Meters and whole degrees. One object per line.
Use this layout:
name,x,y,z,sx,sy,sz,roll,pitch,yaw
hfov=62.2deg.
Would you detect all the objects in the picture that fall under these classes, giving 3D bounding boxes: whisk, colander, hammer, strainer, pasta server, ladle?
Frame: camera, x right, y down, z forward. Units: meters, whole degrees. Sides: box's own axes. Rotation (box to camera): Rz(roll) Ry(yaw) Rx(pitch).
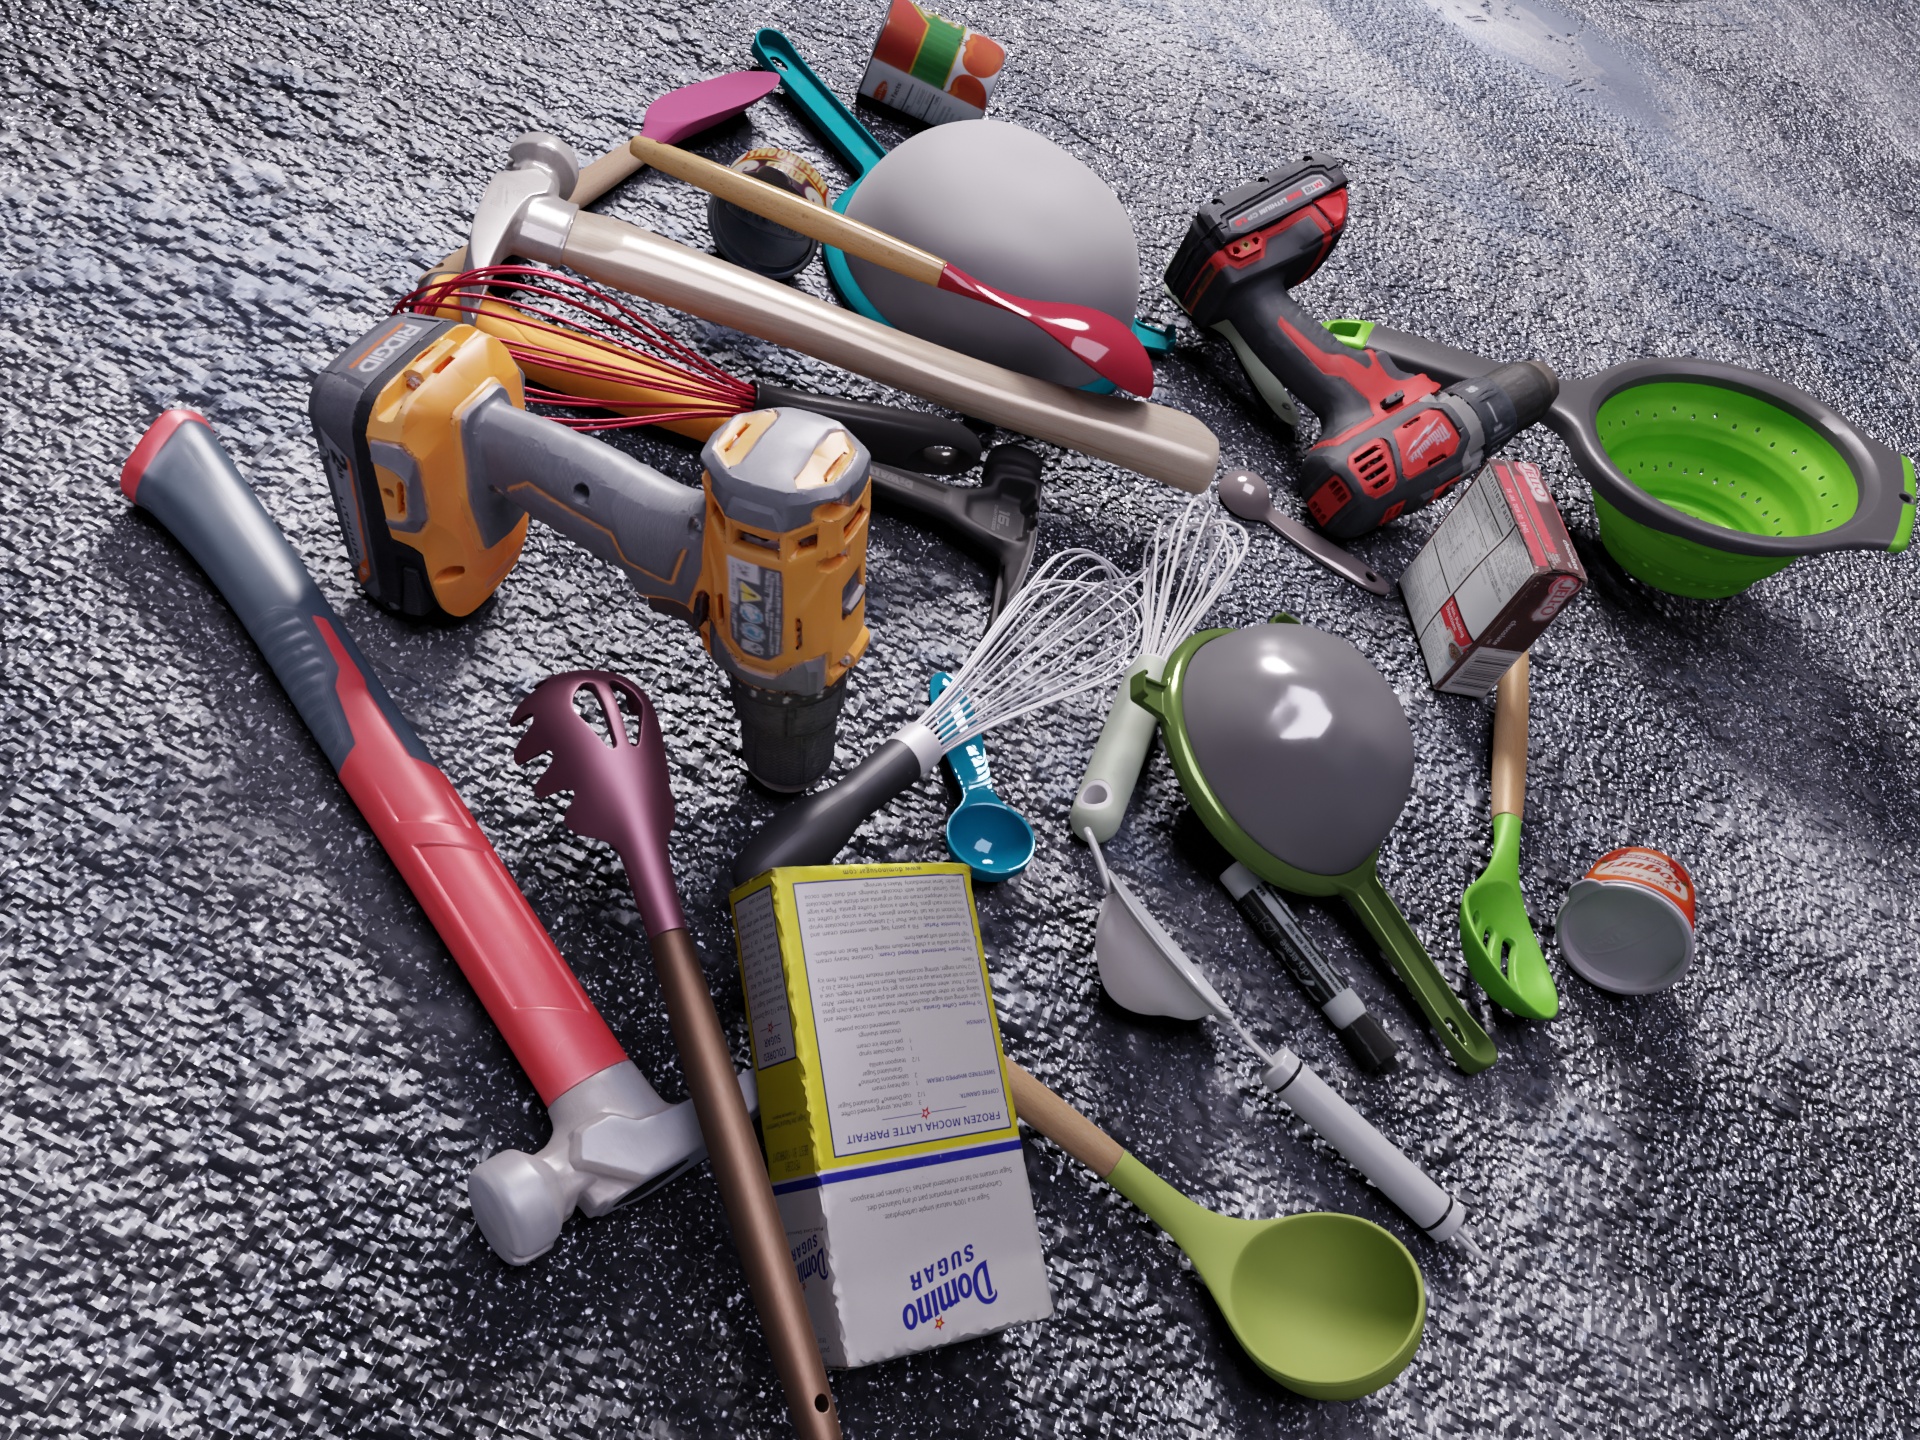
whisk,0.102,-0.031,0.835,0.058,0.059,0.246,5,47,24
colander,0.426,-0.178,1.090,0.397,0.094,0.205,21,49,14
hammer,-0.214,0.017,0.640,0.143,0.038,0.386,-24,68,-39
whisk,-0.119,-0.157,0.763,0.295,0.073,0.073,8,52,-28
hammer,-0.117,-0.147,0.818,0.336,0.034,0.127,20,48,-12
strainer,0.202,0.051,0.779,0.151,0.069,0.256,-21,75,-46
strainer,-0.010,-0.342,0.980,0.211,0.095,0.340,-29,73,-39
pasta server,-0.102,0.108,0.587,0.060,0.040,0.316,-6,61,-33
ladle,0.045,0.160,0.649,0.320,0.062,0.078,36,51,6
ladle,-0.034,-0.253,0.871,0.315,0.031,0.069,23,26,-1
whisk,-0.001,-0.003,0.734,0.070,0.070,0.284,44,52,10
hammer,-0.051,-0.192,0.841,0.410,0.038,0.146,17,45,-14
strainer,0.135,0.152,0.710,0.258,0.050,0.087,42,4,2

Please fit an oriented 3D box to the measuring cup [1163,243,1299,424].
measuring cup,0.195,-0.268,1.062,0.083,0.038,0.168,-3,55,-28

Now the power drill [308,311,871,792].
power drill,-0.145,-0.064,0.674,0.226,0.185,0.084,18,48,12

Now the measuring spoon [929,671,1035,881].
measuring spoon,0.003,0.028,0.759,0.042,0.021,0.129,0,46,-17

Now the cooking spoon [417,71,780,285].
cooking spoon,-0.201,-0.316,0.913,0.069,0.017,0.319,13,44,25

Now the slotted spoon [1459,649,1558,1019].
slotted spoon,0.308,0.040,0.891,0.070,0.031,0.314,39,43,-17

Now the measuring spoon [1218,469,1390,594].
measuring spoon,0.213,-0.116,0.969,0.124,0.018,0.034,33,47,-1

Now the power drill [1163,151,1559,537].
power drill,0.257,-0.242,1.008,0.188,0.080,0.227,-29,80,-18
